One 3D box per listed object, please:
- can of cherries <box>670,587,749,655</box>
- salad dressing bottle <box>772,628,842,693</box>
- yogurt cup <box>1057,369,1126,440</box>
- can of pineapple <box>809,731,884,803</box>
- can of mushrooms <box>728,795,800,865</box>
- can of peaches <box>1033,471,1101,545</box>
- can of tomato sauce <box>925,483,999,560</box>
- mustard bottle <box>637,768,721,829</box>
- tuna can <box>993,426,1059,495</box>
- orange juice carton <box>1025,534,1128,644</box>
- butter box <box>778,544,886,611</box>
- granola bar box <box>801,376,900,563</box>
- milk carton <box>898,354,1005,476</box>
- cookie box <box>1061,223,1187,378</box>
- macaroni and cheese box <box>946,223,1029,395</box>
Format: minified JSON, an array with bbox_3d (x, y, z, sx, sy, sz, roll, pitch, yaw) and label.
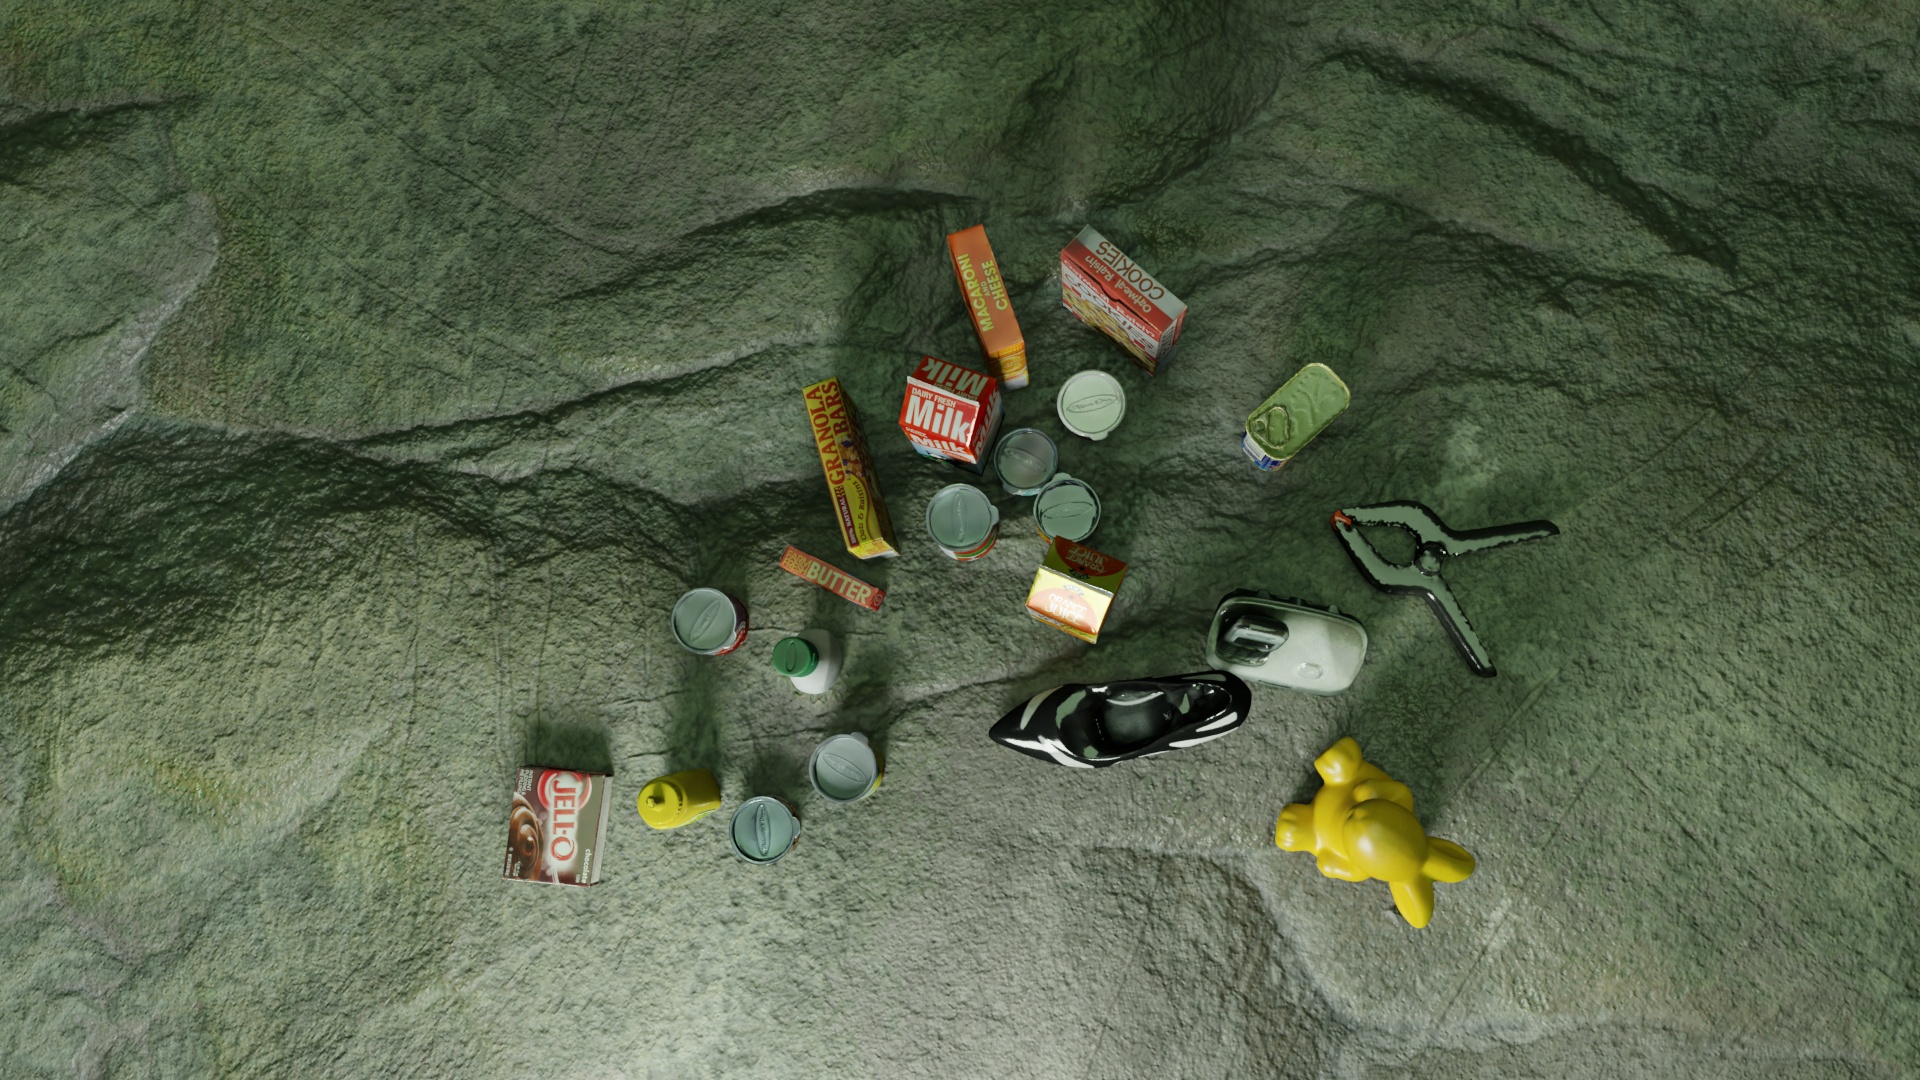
[{"bbox_3d":[-0.248,0.084,1.390,0.071,0.058,0.071,-1,82,5],"label":"can of cherries"},{"bbox_3d":[-0.147,0.114,1.332,0.044,0.147,0.064,5,83,6],"label":"salad dressing bottle"},{"bbox_3d":[0.131,-0.132,1.392,0.072,0.054,0.072,-1,82,5],"label":"yogurt cup"},{"bbox_3d":[-0.109,0.221,1.359,0.071,0.058,0.071,-1,82,5],"label":"can of pineapple"},{"bbox_3d":[-0.190,0.285,1.369,0.071,0.033,0.071,-1,82,5],"label":"can of mushrooms"},{"bbox_3d":[0.106,-0.028,1.377,0.071,0.058,0.071,-1,82,5],"label":"can of peaches"},{"bbox_3d":[0.005,-0.017,1.371,0.071,0.083,0.071,-1,82,5],"label":"can of tomato sauce"},{"bbox_3d":[-0.273,0.247,1.317,0.065,0.160,0.049,-25,81,1],"label":"mustard bottle"},{"bbox_3d":[0.065,-0.077,1.400,0.071,0.033,0.071,-1,82,5],"label":"tuna can"},{"bbox_3d":[0.109,0.046,1.298,0.072,0.192,0.073,23,85,8],"label":"orange juice carton"},{"bbox_3d":[-0.128,0.039,1.389,0.103,0.053,0.024,25,85,8],"label":"butter box"},{"bbox_3d":[-0.107,-0.065,1.367,0.039,0.124,0.165,-17,81,3],"label":"granola bar box"},{"bbox_3d":[-0.007,-0.122,1.333,0.072,0.190,0.073,20,85,7],"label":"milk carton"},{"bbox_3d":[0.155,-0.227,1.346,0.123,0.167,0.040,41,88,9],"label":"cookie box"},{"bbox_3d":[0.028,-0.220,1.356,0.040,0.166,0.124,-19,81,2],"label":"macaroni and cheese box"}]
